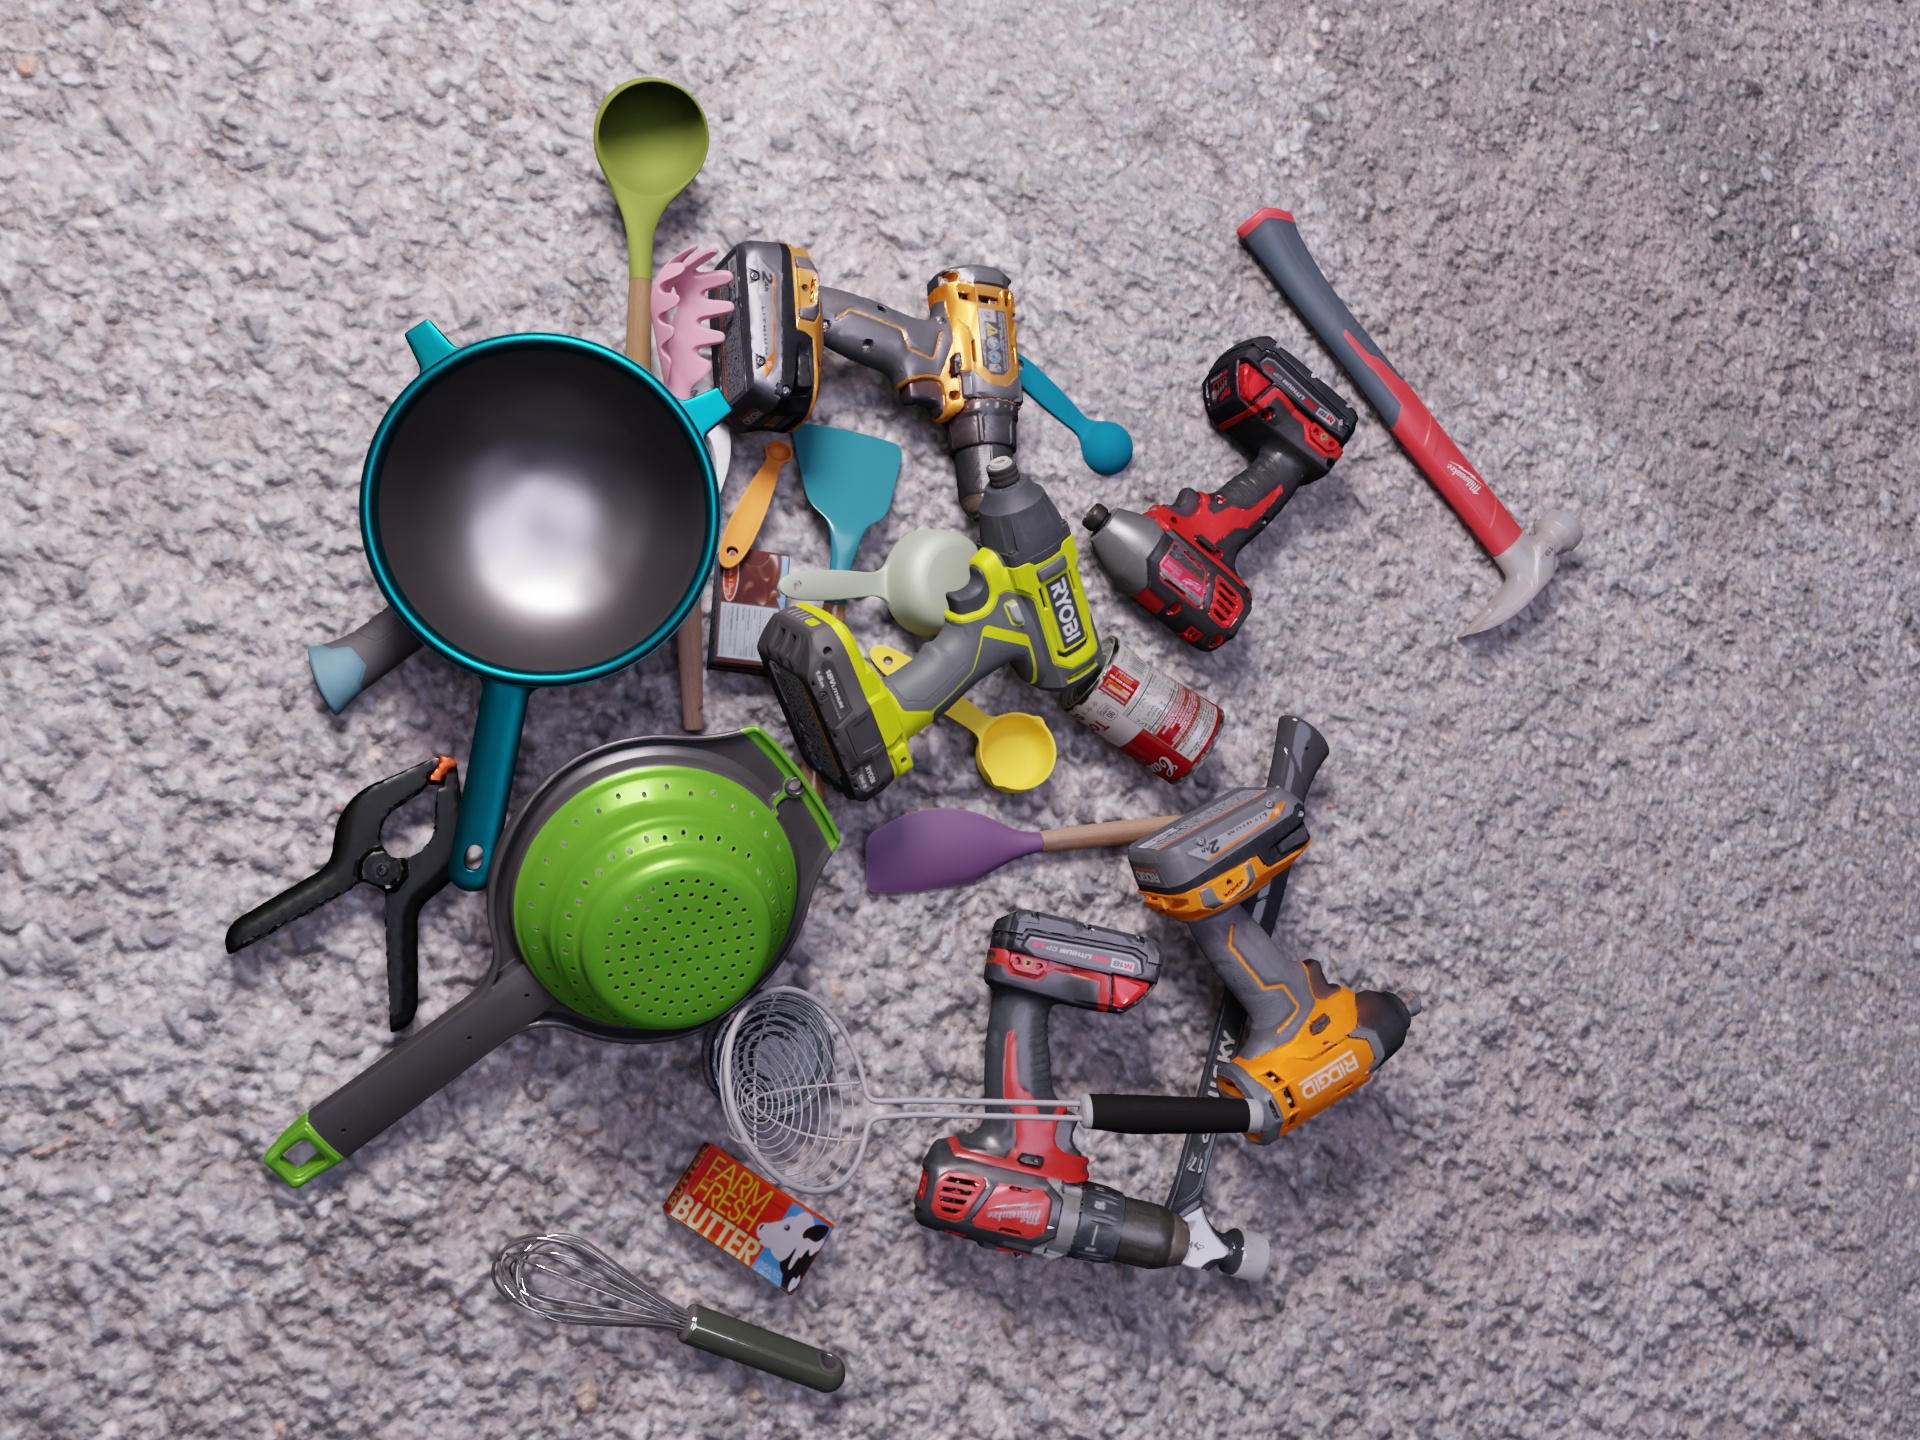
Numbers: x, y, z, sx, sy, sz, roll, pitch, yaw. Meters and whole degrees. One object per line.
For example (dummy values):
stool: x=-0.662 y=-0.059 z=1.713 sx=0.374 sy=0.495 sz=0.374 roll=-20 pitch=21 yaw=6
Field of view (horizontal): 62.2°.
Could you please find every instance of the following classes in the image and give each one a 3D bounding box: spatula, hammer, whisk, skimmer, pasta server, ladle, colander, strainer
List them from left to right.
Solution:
hammer: x=-0.289 y=-0.122 z=1.052 sx=0.331 sy=0.033 sz=0.128 roll=-41 pitch=96 yaw=-20
strainer: x=-0.268 y=-0.066 z=0.993 sx=0.211 sy=0.095 sz=0.340 roll=12 pitch=94 yaw=-9
colander: x=-0.242 y=0.167 z=0.952 sx=0.397 sy=0.095 sz=0.204 roll=-37 pitch=116 yaw=-6
ladle: x=-0.210 y=-0.270 z=1.056 sx=0.078 sy=0.062 sz=0.320 roll=4 pitch=81 yaw=-28
whisk: x=-0.183 y=0.384 z=1.018 sx=0.246 sy=0.058 sz=0.059 roll=27 pitch=109 yaw=-17
pasta server: x=-0.177 y=-0.149 z=1.052 sx=0.060 sy=0.040 sz=0.316 roll=-17 pitch=109 yaw=-61
spatula: x=-0.093 y=-0.055 z=1.120 sx=0.082 sy=0.044 sz=0.317 roll=9 pitch=84 yaw=-19
skimmer: x=0.028 y=0.236 z=1.000 sx=0.363 sy=0.090 sz=0.127 roll=4 pitch=57 yaw=-12
spatula: x=0.081 y=0.084 z=1.162 sx=0.315 sy=0.018 sz=0.059 roll=-4 pitch=102 yaw=-21
hammer: x=0.202 y=0.193 z=1.174 sx=0.149 sy=0.036 sz=0.409 roll=19 pitch=79 yaw=-15
hammer: x=0.346 y=-0.248 z=1.295 sx=0.143 sy=0.038 sz=0.386 roll=-44 pitch=98 yaw=-18

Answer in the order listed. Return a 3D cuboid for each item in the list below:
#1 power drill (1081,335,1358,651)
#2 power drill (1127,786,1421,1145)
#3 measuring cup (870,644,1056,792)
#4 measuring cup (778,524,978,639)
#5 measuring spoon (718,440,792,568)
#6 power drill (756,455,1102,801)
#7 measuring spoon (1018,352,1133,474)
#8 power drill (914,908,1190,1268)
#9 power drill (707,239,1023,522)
power drill: x=0.193 y=-0.176 z=1.212 sx=0.143 sy=0.078 sz=0.220 roll=37 pitch=75 yaw=-11
power drill: x=0.229 y=0.164 z=1.127 sx=0.164 sy=0.084 sz=0.226 roll=-26 pitch=96 yaw=-18
measuring cup: x=-0.002 y=-0.004 z=1.148 sx=0.156 sy=0.029 sz=0.062 roll=35 pitch=71 yaw=0
measuring cup: x=-0.048 y=-0.095 z=1.102 sx=0.167 sy=0.038 sz=0.083 roll=-6 pitch=96 yaw=-41
measuring spoon: x=-0.143 y=-0.149 z=1.104 sx=0.021 sy=0.011 sz=0.117 roll=22 pitch=59 yaw=-4
power drill: x=-0.015 y=-0.061 z=1.069 sx=0.223 sy=0.080 sz=0.171 roll=-33 pitch=123 yaw=-21
measuring spoon: x=0.083 y=-0.238 z=1.206 sx=0.128 sy=0.021 sz=0.042 roll=41 pitch=71 yaw=-12
power drill: x=0.081 y=0.257 z=1.091 sx=0.188 sy=0.080 sz=0.227 roll=14 pitch=79 yaw=-2
power drill: x=-0.056 y=-0.236 z=1.117 sx=0.226 sy=0.084 sz=0.185 roll=0 pitch=81 yaw=-31
